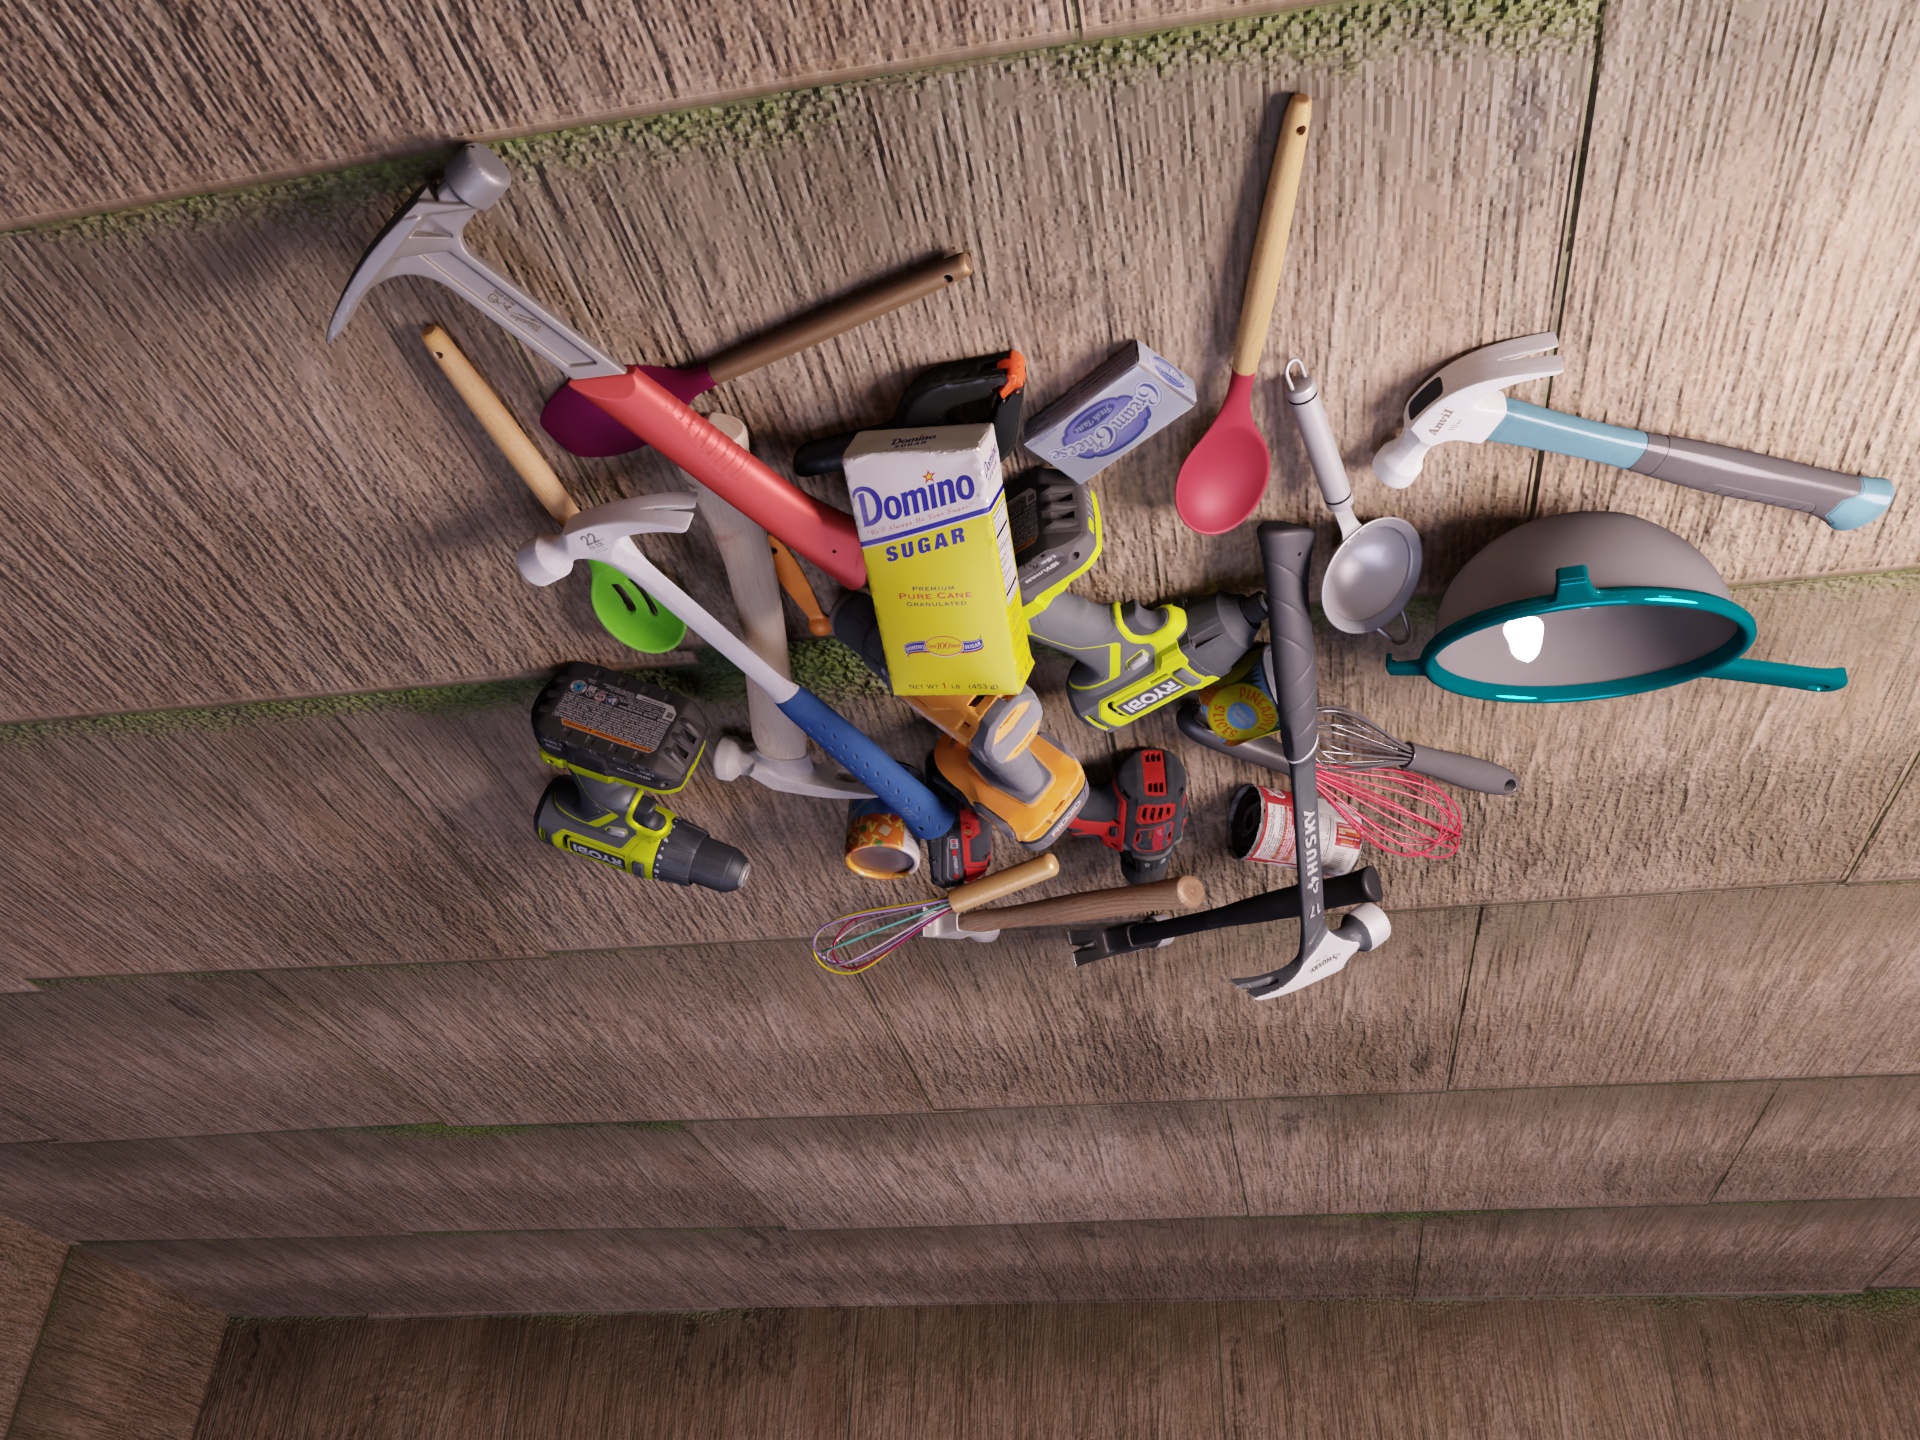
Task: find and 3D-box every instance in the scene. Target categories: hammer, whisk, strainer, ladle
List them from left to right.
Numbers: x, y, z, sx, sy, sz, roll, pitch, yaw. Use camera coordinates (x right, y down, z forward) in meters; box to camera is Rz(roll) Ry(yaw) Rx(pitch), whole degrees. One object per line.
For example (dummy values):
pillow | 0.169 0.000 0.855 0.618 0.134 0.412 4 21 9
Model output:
hammer | -0.197 -0.184 0.979 0.149 0.037 0.358 -37 125 26
hammer | -0.140 -0.068 1.190 0.146 0.038 0.410 8 145 7
hammer | -0.133 -0.027 1.183 0.144 0.035 0.405 -18 136 33
whisk | -0.023 0.169 1.397 0.245 0.047 0.051 -23 160 19
hammer | 0.083 0.175 1.463 0.130 0.031 0.331 9 163 -42
hammer | 0.242 0.177 1.445 0.146 0.035 0.335 -4 168 -40
ladle | 0.173 -0.230 0.951 0.069 0.031 0.315 -16 146 -13
hammer | 0.251 0.037 1.189 0.149 0.036 0.408 -27 124 -23
whisk | 0.305 0.048 1.332 0.295 0.073 0.073 23 141 -19
strainer | 0.254 -0.145 1.062 0.087 0.050 0.258 -39 134 -5
whisk | 0.369 0.032 1.314 0.238 0.055 0.055 13 145 -23
strainer | 0.479 -0.079 1.103 0.340 0.095 0.211 6 162 -20
hammer | 0.444 -0.170 1.021 0.331 0.033 0.128 10 146 -11

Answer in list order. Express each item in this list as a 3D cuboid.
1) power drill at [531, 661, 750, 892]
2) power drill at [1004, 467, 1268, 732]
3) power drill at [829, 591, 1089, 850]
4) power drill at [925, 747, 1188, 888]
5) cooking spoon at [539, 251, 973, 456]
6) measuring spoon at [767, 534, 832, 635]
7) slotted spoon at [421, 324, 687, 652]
power drill | -0.269 0.062 1.339 0.190 0.080 0.228 19 146 5
power drill | 0.102 -0.082 1.137 0.171 0.080 0.223 -30 138 34
power drill | -0.002 -0.004 1.213 0.185 0.084 0.226 35 170 29
power drill | 0.085 0.097 1.404 0.226 0.080 0.187 -2 146 1
cooking spoon | -0.132 -0.224 0.985 0.319 0.017 0.068 -16 141 26
measuring spoon | -0.122 -0.098 1.179 0.021 0.011 0.116 -9 144 16
slotted spoon | -0.276 -0.152 1.096 0.070 0.031 0.313 -9 143 16
